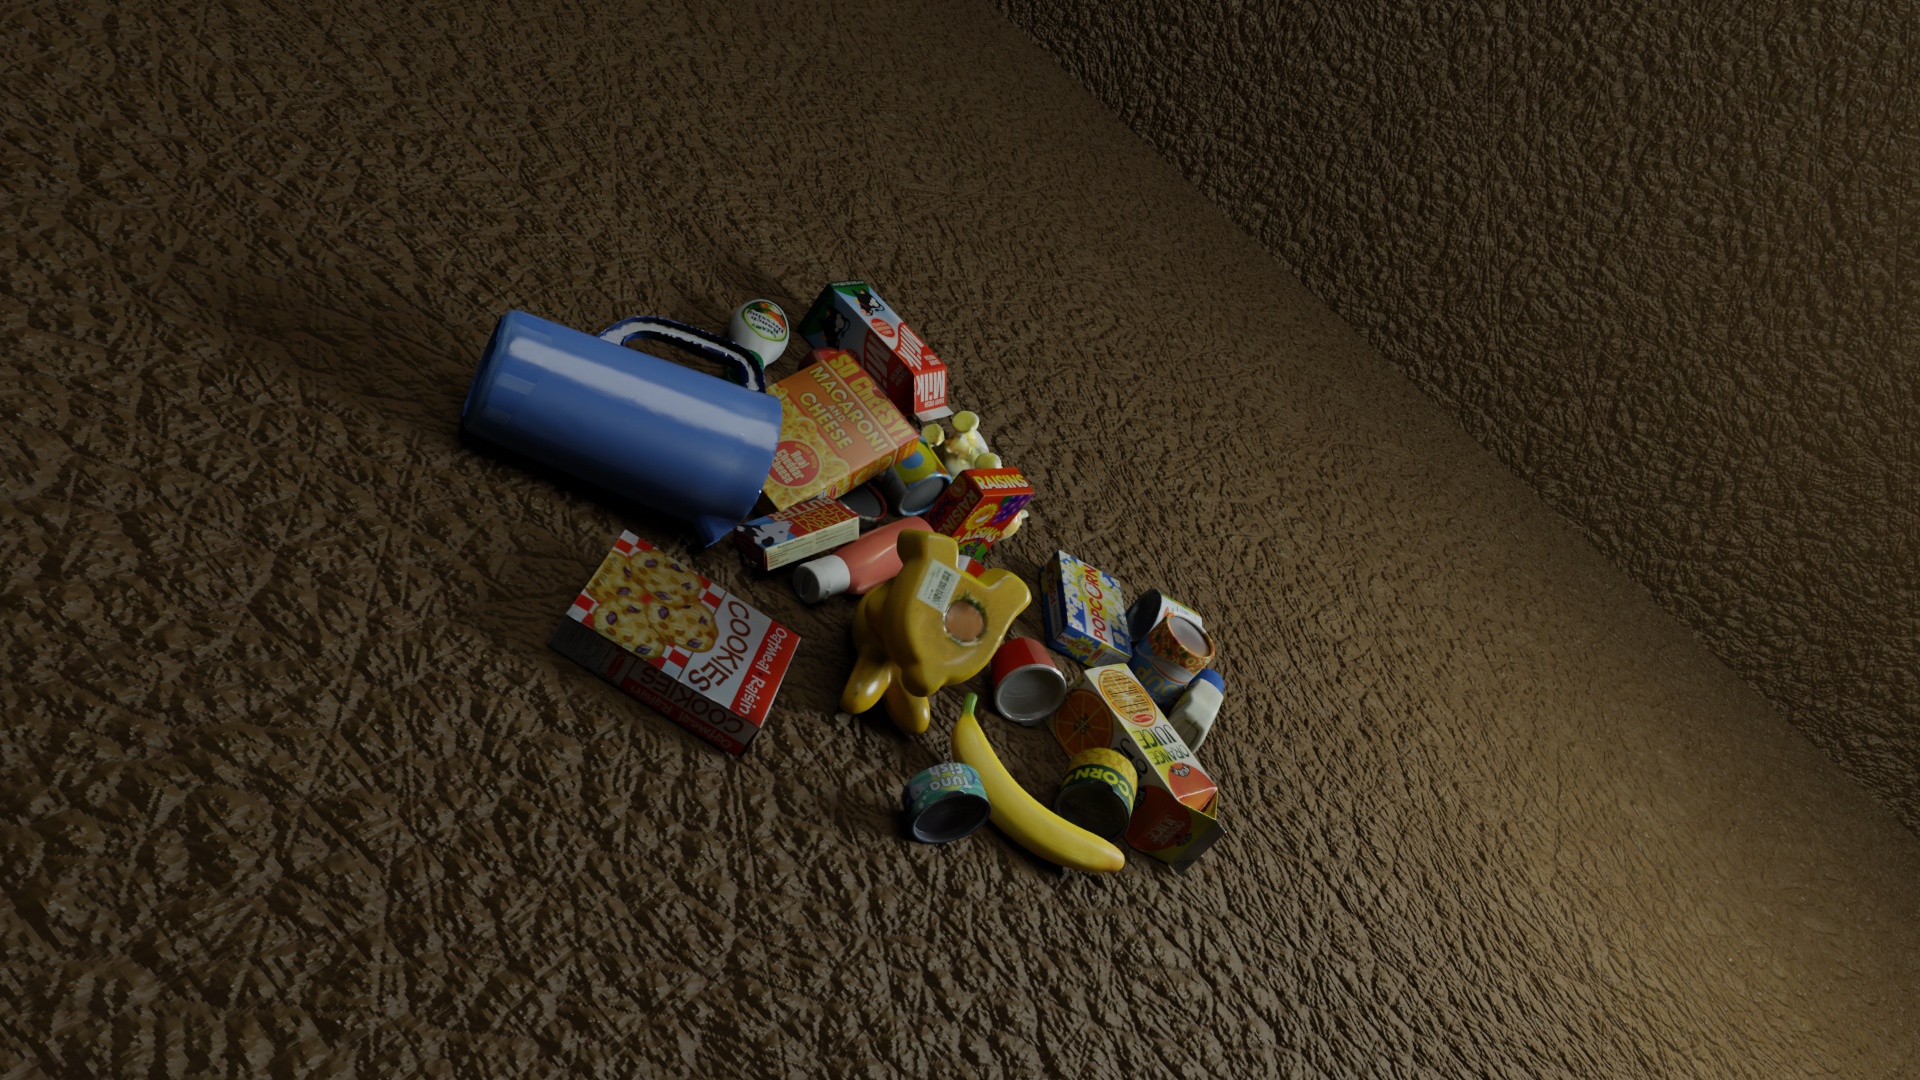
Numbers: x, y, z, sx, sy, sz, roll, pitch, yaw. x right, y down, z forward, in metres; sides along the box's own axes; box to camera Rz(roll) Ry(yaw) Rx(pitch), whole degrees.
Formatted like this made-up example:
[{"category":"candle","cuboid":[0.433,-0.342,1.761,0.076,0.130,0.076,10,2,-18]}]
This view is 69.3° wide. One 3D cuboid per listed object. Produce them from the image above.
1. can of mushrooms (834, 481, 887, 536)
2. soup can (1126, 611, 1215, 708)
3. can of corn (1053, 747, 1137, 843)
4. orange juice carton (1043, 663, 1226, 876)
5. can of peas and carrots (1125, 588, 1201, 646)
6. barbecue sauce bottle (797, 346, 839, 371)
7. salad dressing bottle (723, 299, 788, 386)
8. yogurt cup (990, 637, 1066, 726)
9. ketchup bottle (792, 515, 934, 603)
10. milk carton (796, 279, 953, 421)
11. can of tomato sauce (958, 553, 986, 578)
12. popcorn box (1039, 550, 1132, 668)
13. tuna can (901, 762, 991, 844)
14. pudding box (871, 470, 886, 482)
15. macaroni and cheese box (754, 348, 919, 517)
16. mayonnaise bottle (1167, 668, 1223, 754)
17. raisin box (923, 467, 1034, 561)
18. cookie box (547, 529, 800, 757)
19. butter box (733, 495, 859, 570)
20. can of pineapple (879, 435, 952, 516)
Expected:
[{"category":"can of mushrooms","cuboid":[-0.105,-0.032,1.359,0.071,0.033,0.071,28,31,-18]},{"category":"soup can","cuboid":[0.214,0.126,1.447,0.071,0.083,0.072,28,32,-19]},{"category":"can of corn","cuboid":[0.121,0.223,1.225,0.071,0.071,0.058,37,29,-4]},{"category":"orange juice carton","cuboid":[0.167,0.212,1.290,0.073,0.071,0.193,-2,49,-49]},{"category":"can of peas and carrots","cuboid":[0.219,0.095,1.517,0.058,0.070,0.071,29,31,-19]},{"category":"barbecue sauce bottle","cuboid":[-0.113,-0.142,1.489,0.149,0.043,0.065,53,26,21]},{"category":"salad dressing bottle","cuboid":[-0.217,-0.201,1.453,0.064,0.043,0.148,30,31,-17]},{"category":"yogurt cup","cuboid":[0.060,0.128,1.296,0.072,0.072,0.054,24,25,-26]},{"category":"ketchup bottle","cuboid":[-0.088,0.022,1.279,0.043,0.064,0.149,40,36,24]},{"category":"milk carton","cuboid":[-0.088,-0.205,1.572,0.191,0.073,0.072,47,30,12]},{"category":"can of tomato sauce","cuboid":[-0.009,0.062,1.305,0.071,0.071,0.083,35,31,-7]},{"category":"popcorn box","cuboid":[0.131,0.076,1.468,0.085,0.038,0.127,27,32,-20]},{"category":"tuna can","cuboid":[-0.012,0.207,1.100,0.071,0.070,0.033,16,35,-35]},{"category":"pudding box","cuboid":[-0.108,-0.090,1.407,0.049,0.030,0.084,22,9,-28]},{"category":"macaroni and cheese box","cuboid":[-0.141,-0.099,1.326,0.167,0.040,0.124,-32,72,-28]},{"category":"mayonnaise bottle","cuboid":[0.242,0.176,1.436,0.041,0.064,0.149,38,25,6]},{"category":"raisin box","cuboid":[0.005,-0.017,1.370,0.086,0.123,0.040,-5,52,-50]},{"category":"cookie box","cuboid":[-0.217,0.079,1.078,0.167,0.040,0.123,33,30,-10]},{"category":"butter box","cuboid":[-0.146,-0.007,1.241,0.104,0.024,0.053,-21,37,-36]},{"category":"can of pineapple","cuboid":[-0.048,-0.067,1.434,0.071,0.070,0.058,-1,49,-49]}]
